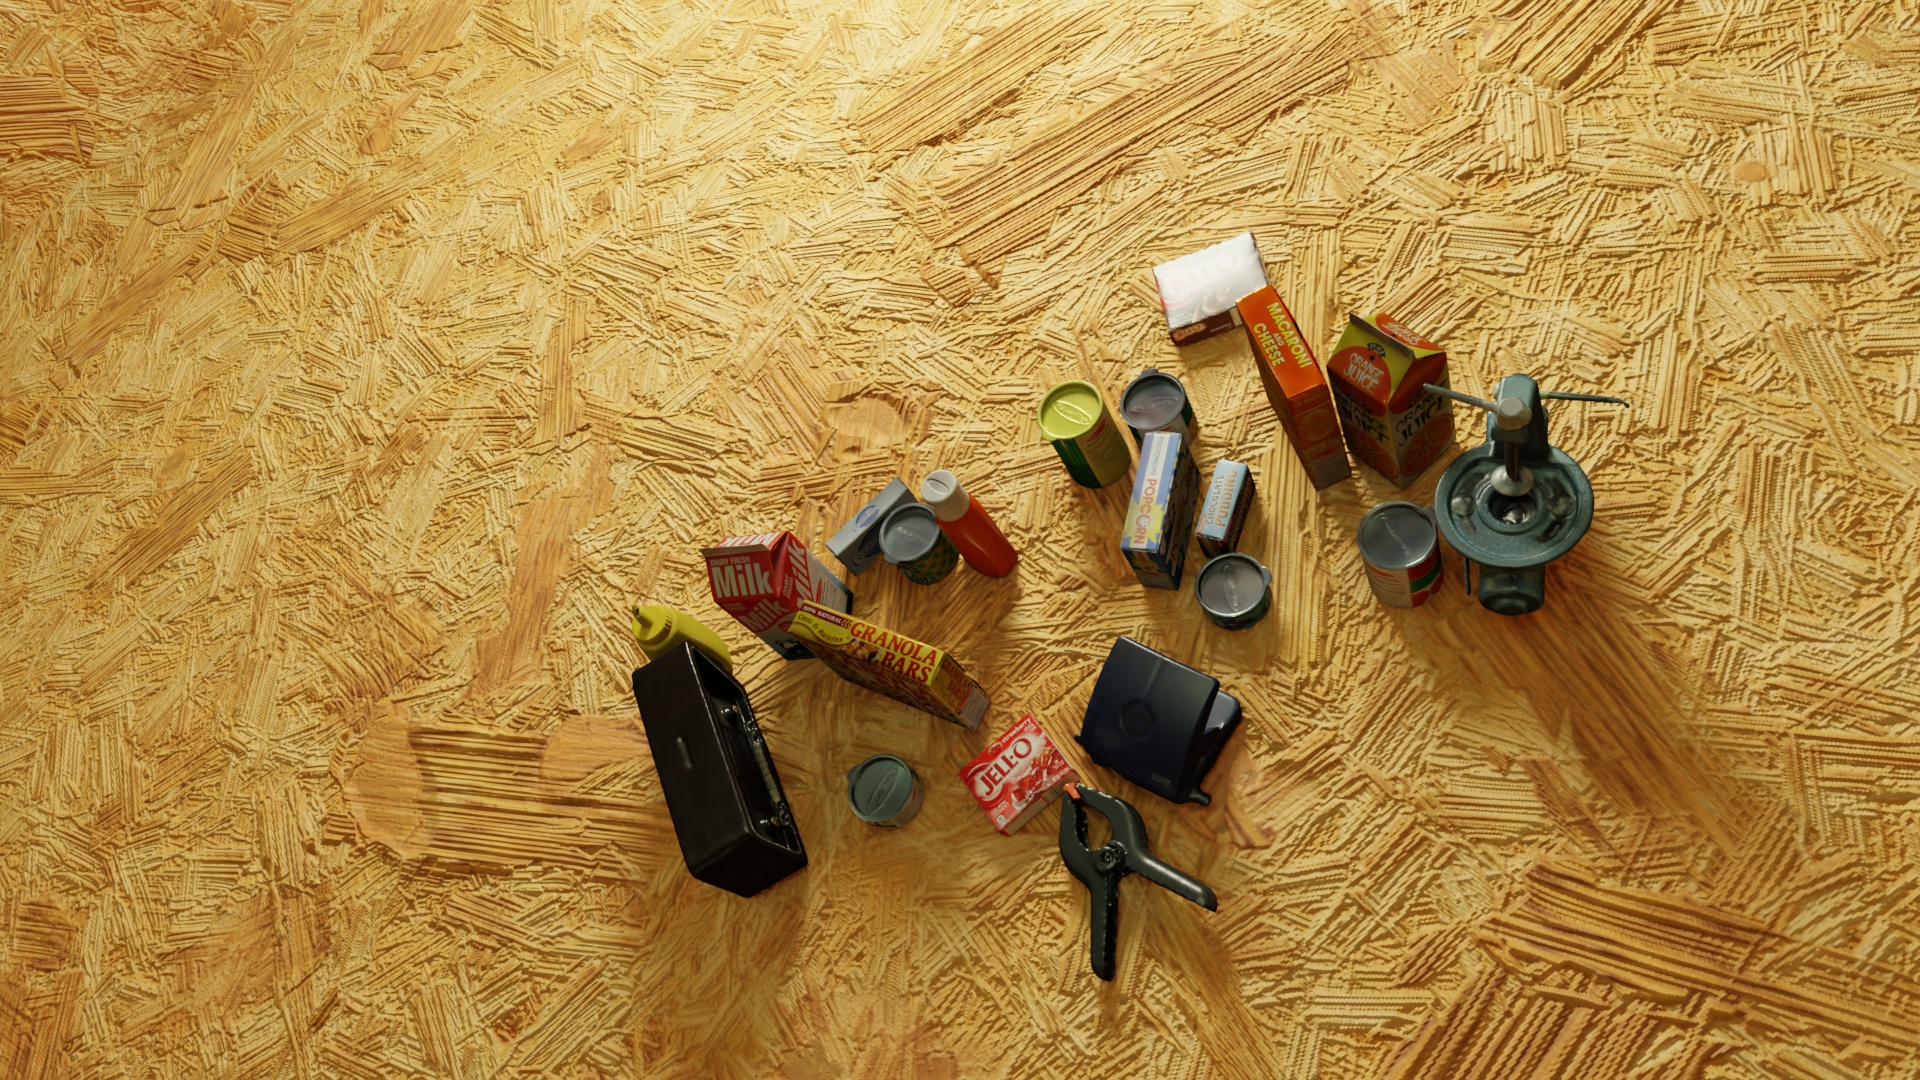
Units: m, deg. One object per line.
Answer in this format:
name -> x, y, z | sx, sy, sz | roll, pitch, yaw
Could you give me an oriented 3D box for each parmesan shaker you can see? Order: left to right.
parmesan shaker -> 0.121, -0.101, 1.371 | 0.071, 0.102, 0.071 | -10, 60, 18

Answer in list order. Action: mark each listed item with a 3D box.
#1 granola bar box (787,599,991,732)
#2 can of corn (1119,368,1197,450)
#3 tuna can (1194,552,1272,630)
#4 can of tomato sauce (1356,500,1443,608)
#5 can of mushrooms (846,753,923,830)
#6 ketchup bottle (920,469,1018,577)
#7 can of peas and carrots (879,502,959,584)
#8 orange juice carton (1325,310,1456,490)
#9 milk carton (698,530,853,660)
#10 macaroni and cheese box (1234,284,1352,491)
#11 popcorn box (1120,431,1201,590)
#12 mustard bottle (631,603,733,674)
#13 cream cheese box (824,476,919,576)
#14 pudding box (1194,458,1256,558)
granola bar box -> -0.066, 0.118, 1.317 | 0.165, 0.124, 0.039 | 18, 72, 30
can of corn -> 0.197, -0.126, 1.380 | 0.071, 0.058, 0.071 | -10, 60, 18
tuna can -> 0.254, 0.046, 1.276 | 0.071, 0.032, 0.071 | -10, 60, 18
can of tomato sauce -> 0.385, 0.012, 1.209 | 0.071, 0.083, 0.071 | -10, 60, 18
can of mushrooms -> -0.072, 0.236, 1.309 | 0.071, 0.033, 0.071 | -10, 60, 18
ketchup bottle -> 0.005, -0.017, 1.346 | 0.065, 0.148, 0.043 | 29, 78, 33
can of peas and carrots -> -0.042, 0.006, 1.408 | 0.071, 0.058, 0.071 | -10, 60, 18
orange juice carton -> 0.380, -0.131, 1.224 | 0.073, 0.192, 0.072 | -43, 55, -3
milk carton -> -0.180, 0.048, 1.363 | 0.072, 0.190, 0.074 | -6, 61, 20
macaroni and cheese box -> 0.307, -0.139, 1.275 | 0.040, 0.166, 0.124 | -25, 56, 9
popcorn box -> 0.191, -0.028, 1.312 | 0.038, 0.085, 0.127 | 4, 65, 25
mustard bottle -> -0.289, 0.103, 1.397 | 0.065, 0.159, 0.049 | -32, 56, 4
cream cheese box -> -0.087, -0.014, 1.441 | 0.104, 0.053, 0.024 | -43, 55, -4
pudding box -> 0.250, -0.029, 1.309 | 0.030, 0.049, 0.084 | 11, 68, 28
